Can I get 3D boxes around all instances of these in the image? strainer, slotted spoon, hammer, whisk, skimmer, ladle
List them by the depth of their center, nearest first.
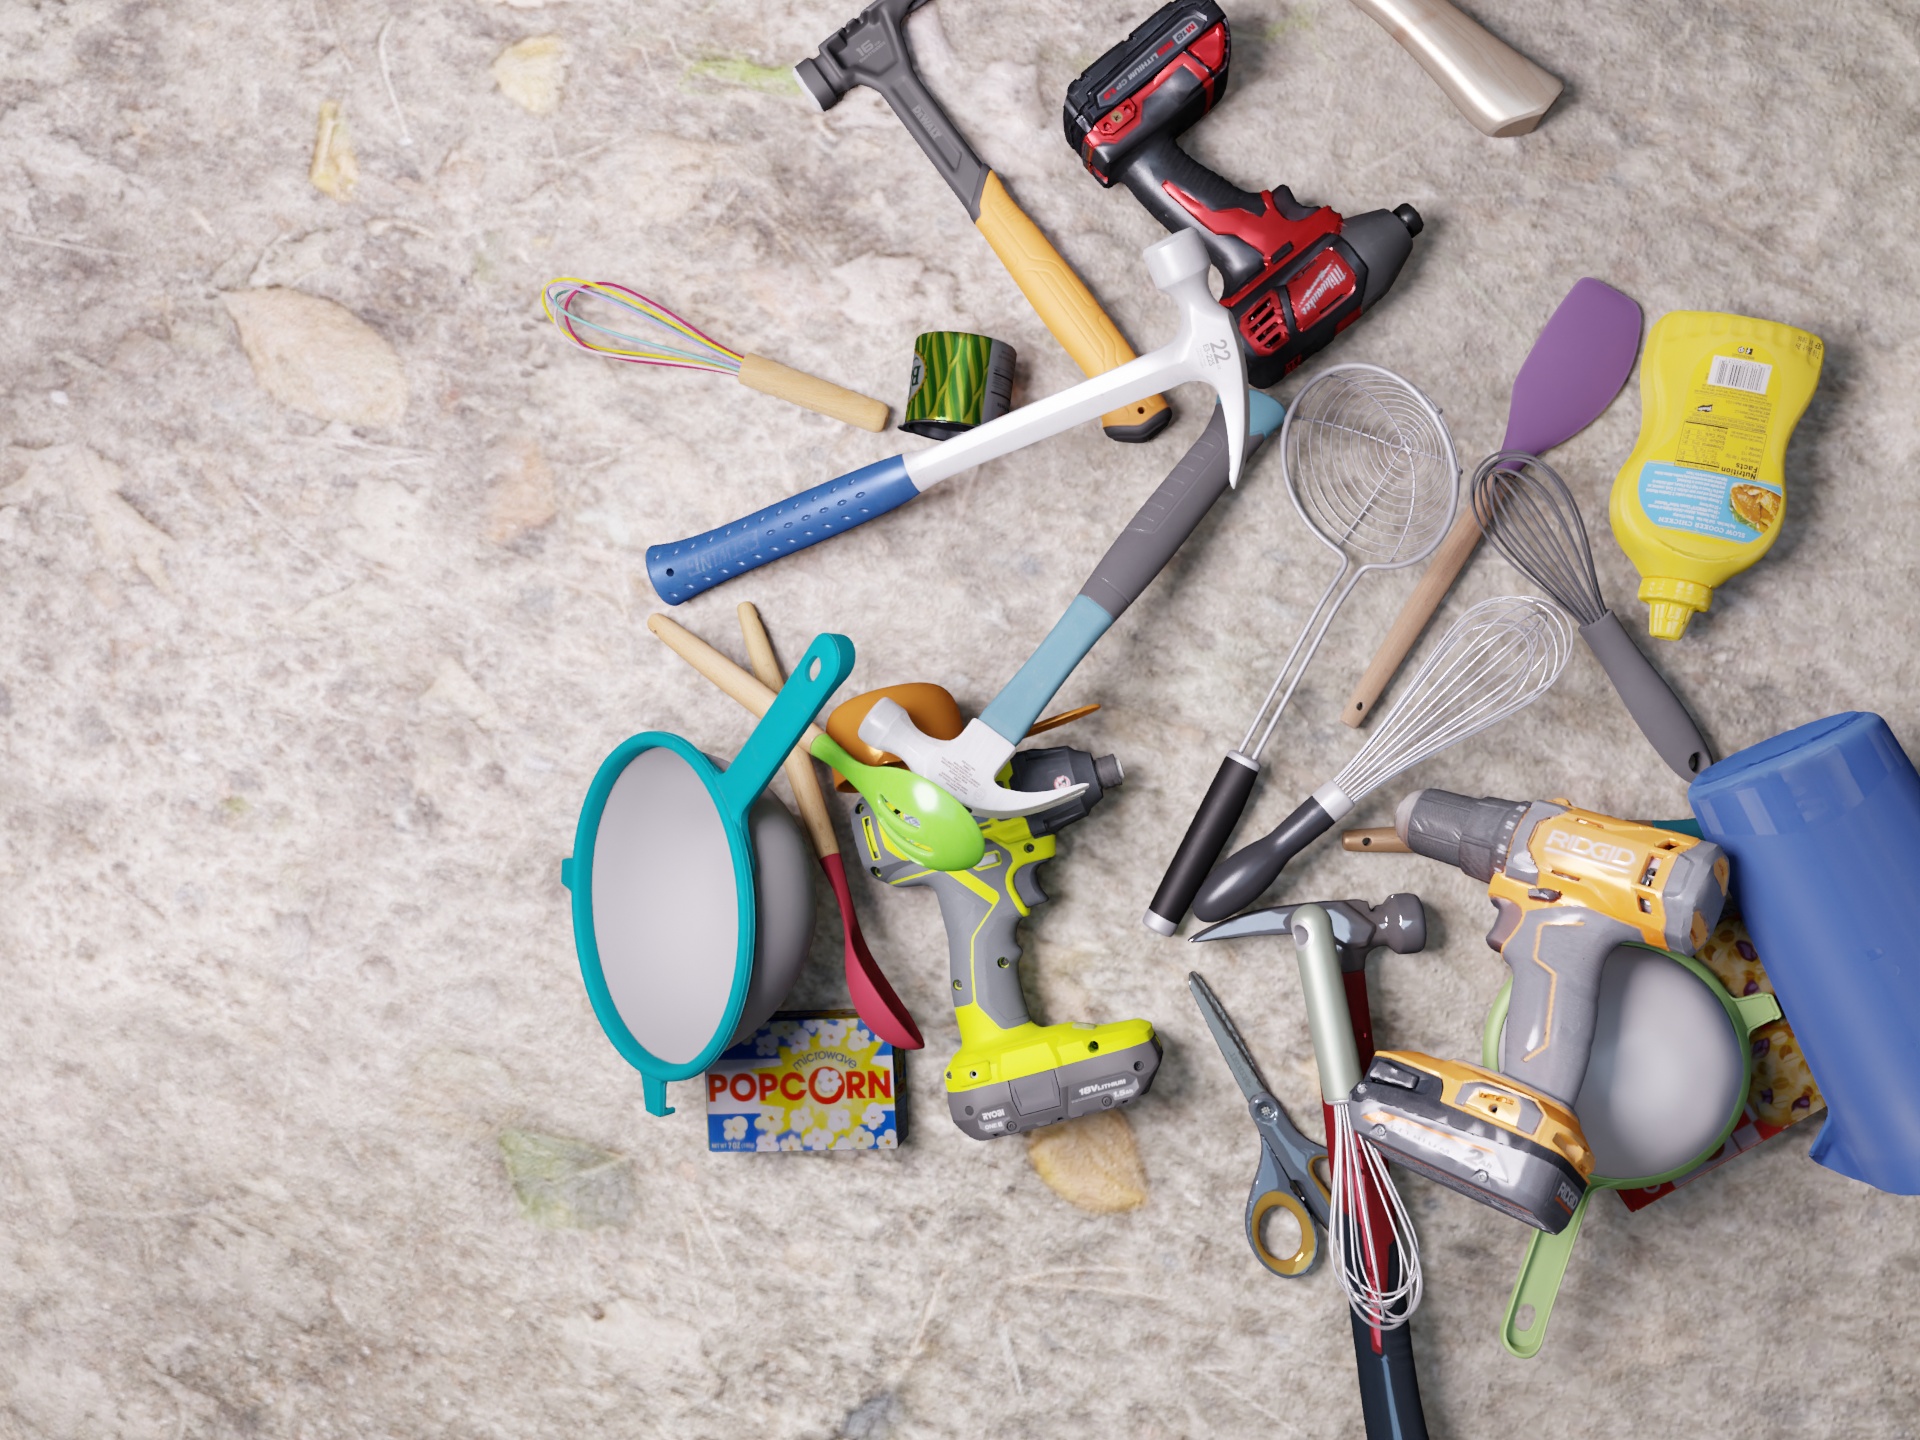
[{"bbox_3d":[0.363,0.248,0.907,0.151,0.069,0.256,20,88,8],"label":"strainer"},{"bbox_3d":[0.229,0.230,0.934,0.059,0.058,0.246,-4,80,-31],"label":"whisk"},{"bbox_3d":[-0.121,0.070,0.951,0.340,0.095,0.211,-52,53,34],"label":"strainer"},{"bbox_3d":[0.387,-0.061,0.962,0.055,0.055,0.239,-35,94,5],"label":"whisk"},{"bbox_3d":[0.251,0.028,0.962,0.284,0.070,0.070,-42,84,7],"label":"whisk"},{"bbox_3d":[0.231,0.304,0.965,0.143,0.038,0.386,-6,84,2],"label":"hammer"},{"bbox_3d":[0.089,-0.079,0.966,0.128,0.033,0.331,38,77,5],"label":"hammer"},{"bbox_3d":[-0.101,0.005,0.968,0.031,0.070,0.314,-33,48,-27],"label":"slotted spoon"},{"bbox_3d":[0.187,-0.036,0.970,0.127,0.090,0.363,31,96,39],"label":"skimmer"},{"bbox_3d":[-0.018,-0.149,0.971,0.405,0.035,0.144,-19,104,23],"label":"hammer"},{"bbox_3d":[-0.090,0.062,1.002,0.031,0.069,0.316,-22,71,3],"label":"ladle"},{"bbox_3d":[0.211,-0.514,1.006,0.411,0.038,0.146,39,92,6],"label":"hammer"},{"bbox_3d":[0.035,-0.325,1.025,0.127,0.034,0.337,-35,85,6],"label":"hammer"},{"bbox_3d":[-0.163,-0.238,1.050,0.245,0.051,0.047,21,112,3],"label":"whisk"}]

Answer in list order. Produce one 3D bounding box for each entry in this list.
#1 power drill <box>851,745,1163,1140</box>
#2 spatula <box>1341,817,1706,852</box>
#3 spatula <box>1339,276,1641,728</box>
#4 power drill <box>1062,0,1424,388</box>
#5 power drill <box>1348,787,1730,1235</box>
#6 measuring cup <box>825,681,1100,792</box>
[{"bbox_3d":[0.042,0.133,0.993,0.171,0.080,0.223,-17,84,8],"label":"power drill"},{"bbox_3d":[0.395,0.068,0.964,0.317,0.044,0.082,-3,91,8],"label":"spatula"},{"bbox_3d":[0.326,-0.130,0.990,0.060,0.018,0.316,32,92,3],"label":"spatula"},{"bbox_3d":[0.175,-0.331,0.988,0.143,0.078,0.220,-38,87,5],"label":"power drill"},{"bbox_3d":[0.298,0.145,0.891,0.185,0.084,0.226,18,73,41],"label":"power drill"},{"bbox_3d":[-0.002,-0.003,0.993,0.173,0.095,0.052,-18,78,8],"label":"measuring cup"}]
